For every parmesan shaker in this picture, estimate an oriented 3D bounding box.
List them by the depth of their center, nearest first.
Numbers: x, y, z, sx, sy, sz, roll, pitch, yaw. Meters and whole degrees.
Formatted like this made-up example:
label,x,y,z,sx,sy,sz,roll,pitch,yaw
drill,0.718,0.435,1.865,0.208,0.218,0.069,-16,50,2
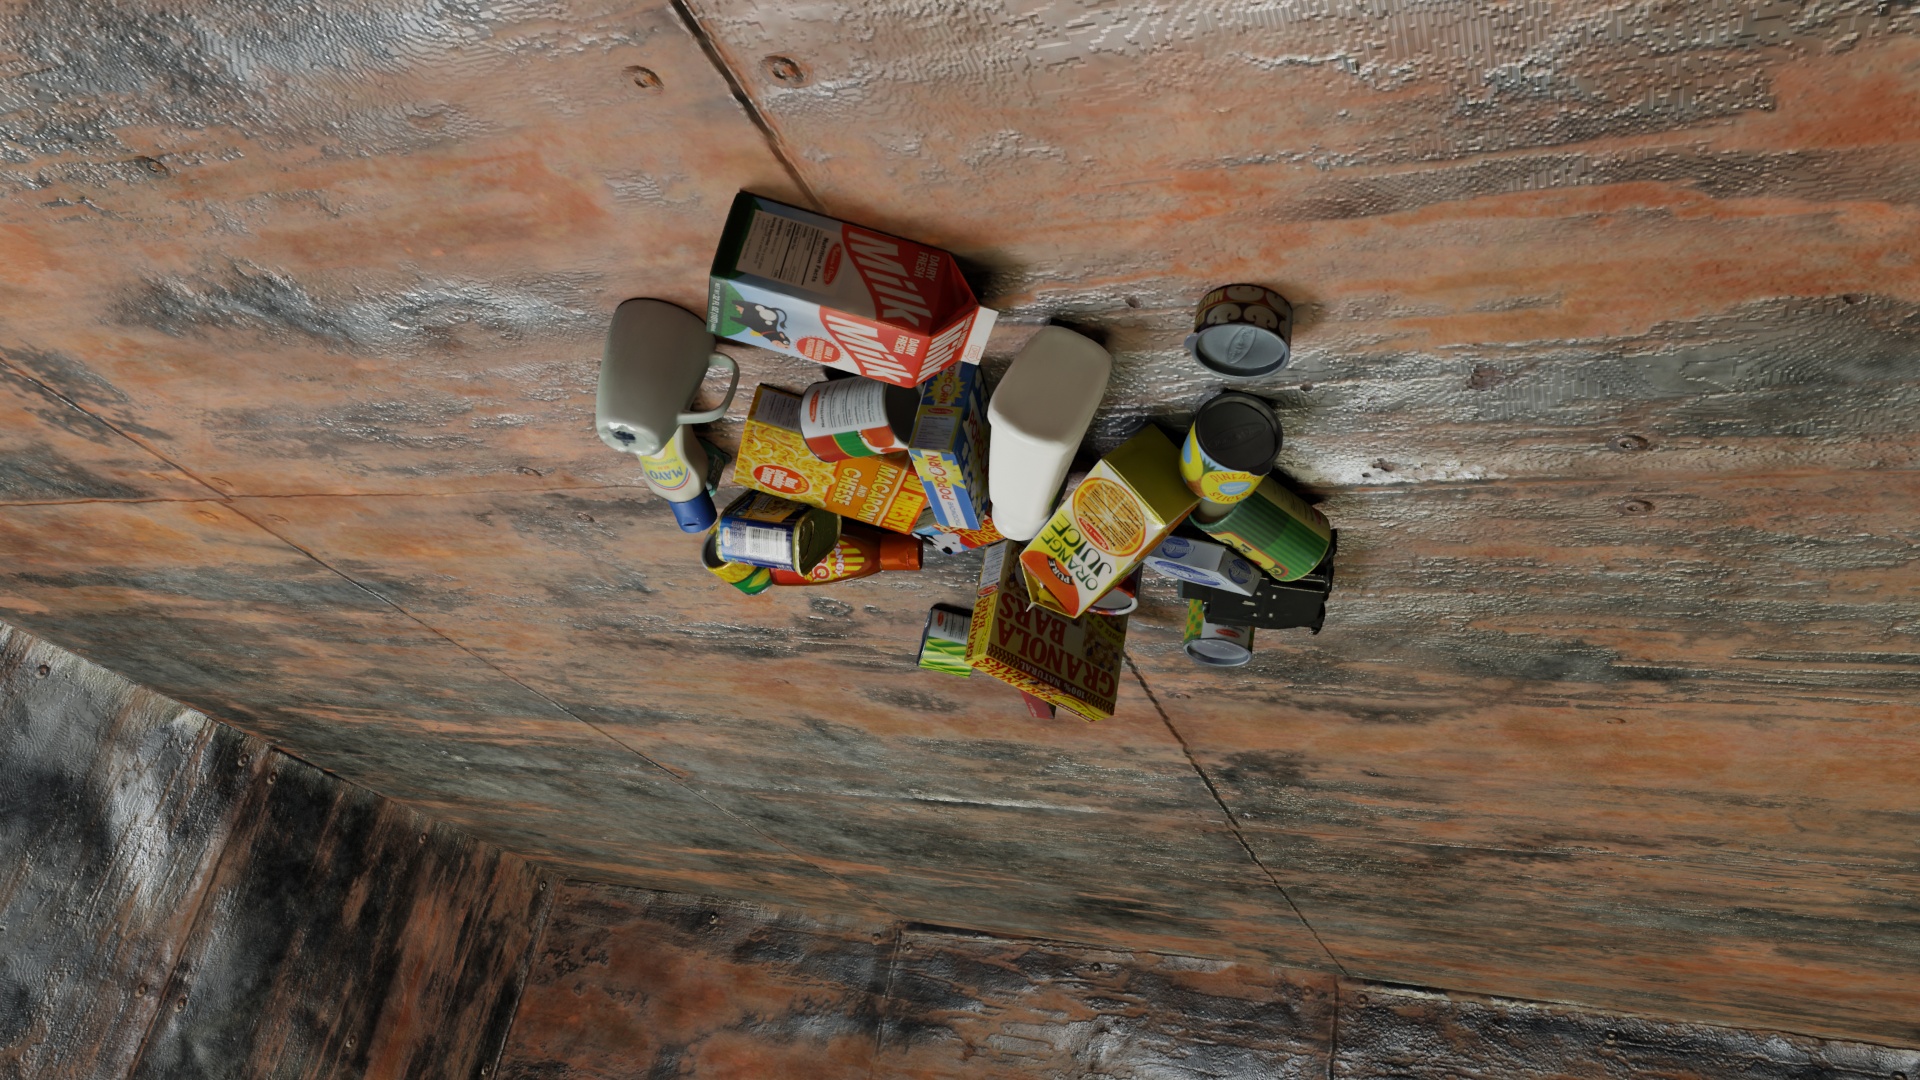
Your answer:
label,x,y,z,sx,sy,sz,roll,pitch,yaw
parmesan shaker,0.240,-0.019,1.125,0.103,0.071,0.071,29,150,-30

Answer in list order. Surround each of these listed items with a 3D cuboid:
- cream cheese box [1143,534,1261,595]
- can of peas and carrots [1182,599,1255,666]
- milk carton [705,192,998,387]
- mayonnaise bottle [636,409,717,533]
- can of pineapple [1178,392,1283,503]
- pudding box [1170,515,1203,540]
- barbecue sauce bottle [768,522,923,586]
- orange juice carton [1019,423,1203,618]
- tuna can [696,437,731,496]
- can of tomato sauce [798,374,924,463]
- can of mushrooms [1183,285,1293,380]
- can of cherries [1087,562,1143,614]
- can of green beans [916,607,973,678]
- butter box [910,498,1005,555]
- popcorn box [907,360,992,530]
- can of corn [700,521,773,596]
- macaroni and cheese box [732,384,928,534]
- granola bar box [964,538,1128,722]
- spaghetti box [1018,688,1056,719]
label,x,y,z,sx,sy,sz,roll,pitch,yaw
cream cheese box,0.194,0.017,1.156,0.053,0.024,0.104,30,170,-38
can of peas and carrots,0.249,0.083,1.337,0.071,0.059,0.070,10,155,5
milk carton,-0.072,-0.164,0.953,0.191,0.074,0.072,15,154,-6
mayonnaise bottle,-0.252,-0.072,1.211,0.065,0.041,0.147,-5,131,13
can of pineapple,0.201,-0.066,1.036,0.071,0.071,0.057,12,155,1
pudding box,0.166,-0.023,1.189,0.084,0.030,0.049,13,154,-2
barbecue sauce bottle,-0.112,0.012,1.354,0.148,0.044,0.064,-1,109,6
orange juice carton,0.115,-0.003,1.131,0.073,0.072,0.191,48,141,9
tuna can,-0.250,-0.067,1.281,0.071,0.033,0.070,10,155,5
can of tomato sauce,-0.074,-0.099,1.099,0.083,0.071,0.071,-7,149,33
can of mushrooms,0.187,-0.140,0.934,0.071,0.033,0.070,10,155,5
can of cherries,0.132,0.029,1.278,0.071,0.058,0.071,10,154,5
can of green beans,-0.012,0.111,1.504,0.058,0.071,0.071,14,154,-5
butter box,0.005,-0.016,1.282,0.053,0.024,0.103,30,149,-31
popcorn box,-0.002,-0.074,1.093,0.038,0.085,0.126,7,154,15
can of corn,-0.216,0.012,1.394,0.071,0.071,0.058,-9,147,37
macaroni and cheese box,-0.107,-0.068,1.208,0.166,0.040,0.123,17,154,-8
granola bar box,0.086,0.089,1.346,0.165,0.125,0.039,28,149,-30
spaghetti box,0.074,0.128,1.519,0.029,0.050,0.249,3,153,16
